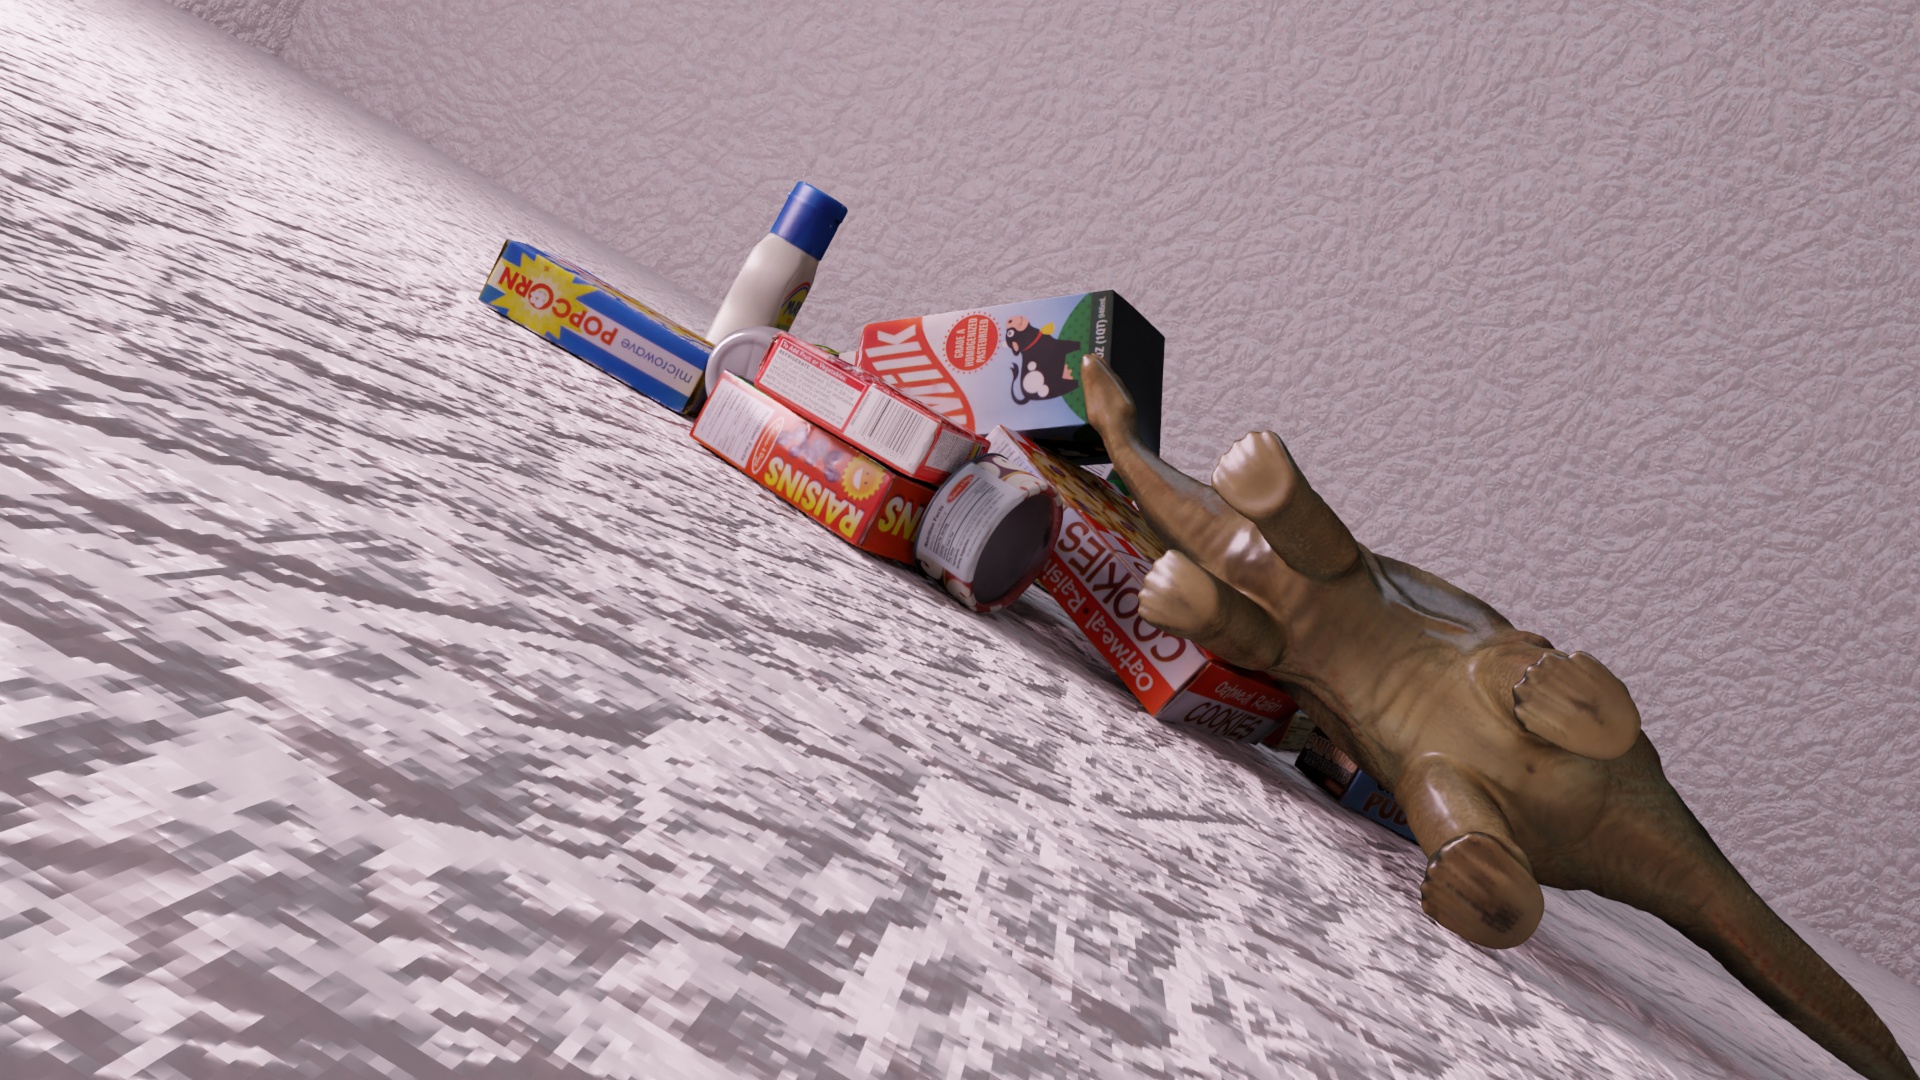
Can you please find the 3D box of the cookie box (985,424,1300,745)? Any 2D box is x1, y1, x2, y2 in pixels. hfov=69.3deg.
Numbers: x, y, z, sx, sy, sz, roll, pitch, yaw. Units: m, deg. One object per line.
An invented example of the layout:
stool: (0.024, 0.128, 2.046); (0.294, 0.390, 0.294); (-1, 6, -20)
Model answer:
cookie box: (0.085, 0.022, 0.687); (0.123, 0.040, 0.168); (22, 25, -54)

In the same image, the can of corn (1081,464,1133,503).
can of corn: (0.106, -0.055, 1.027); (0.071, 0.058, 0.071); (30, 6, -3)

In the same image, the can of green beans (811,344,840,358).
can of green beans: (-0.099, -0.102, 0.973); (0.071, 0.071, 0.058); (28, 5, -23)

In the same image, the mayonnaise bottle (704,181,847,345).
mayonnaise bottle: (-0.121, -0.151, 0.870); (0.041, 0.148, 0.065); (30, 5, 5)

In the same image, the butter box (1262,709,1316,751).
butter box: (0.172, 0.095, 0.778); (0.053, 0.024, 0.103); (33, 6, 28)

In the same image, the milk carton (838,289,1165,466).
milk carton: (0.009, -0.079, 0.756); (0.190, 0.072, 0.073); (-2, -14, 30)

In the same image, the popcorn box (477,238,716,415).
popcorn box: (-0.187, -0.114, 0.761); (0.127, 0.038, 0.085); (30, 6, -1)

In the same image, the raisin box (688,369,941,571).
raisin box: (-0.056, -0.030, 0.657); (0.123, 0.040, 0.086); (32, 6, 34)

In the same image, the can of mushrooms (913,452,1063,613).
can of mushrooms: (0.014, -0.002, 0.620); (0.033, 0.071, 0.071); (33, 6, 29)

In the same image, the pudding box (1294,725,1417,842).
pudding box: (0.215, 0.124, 0.690); (0.083, 0.030, 0.050); (28, 4, -18)

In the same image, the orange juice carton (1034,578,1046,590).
orange juice carton: (0.088, 0.007, 0.904); (0.072, 0.073, 0.193); (25, 7, -47)

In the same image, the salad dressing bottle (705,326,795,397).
salad dressing bottle: (-0.099, -0.076, 0.772); (0.044, 0.064, 0.147); (12, -5, 8)
